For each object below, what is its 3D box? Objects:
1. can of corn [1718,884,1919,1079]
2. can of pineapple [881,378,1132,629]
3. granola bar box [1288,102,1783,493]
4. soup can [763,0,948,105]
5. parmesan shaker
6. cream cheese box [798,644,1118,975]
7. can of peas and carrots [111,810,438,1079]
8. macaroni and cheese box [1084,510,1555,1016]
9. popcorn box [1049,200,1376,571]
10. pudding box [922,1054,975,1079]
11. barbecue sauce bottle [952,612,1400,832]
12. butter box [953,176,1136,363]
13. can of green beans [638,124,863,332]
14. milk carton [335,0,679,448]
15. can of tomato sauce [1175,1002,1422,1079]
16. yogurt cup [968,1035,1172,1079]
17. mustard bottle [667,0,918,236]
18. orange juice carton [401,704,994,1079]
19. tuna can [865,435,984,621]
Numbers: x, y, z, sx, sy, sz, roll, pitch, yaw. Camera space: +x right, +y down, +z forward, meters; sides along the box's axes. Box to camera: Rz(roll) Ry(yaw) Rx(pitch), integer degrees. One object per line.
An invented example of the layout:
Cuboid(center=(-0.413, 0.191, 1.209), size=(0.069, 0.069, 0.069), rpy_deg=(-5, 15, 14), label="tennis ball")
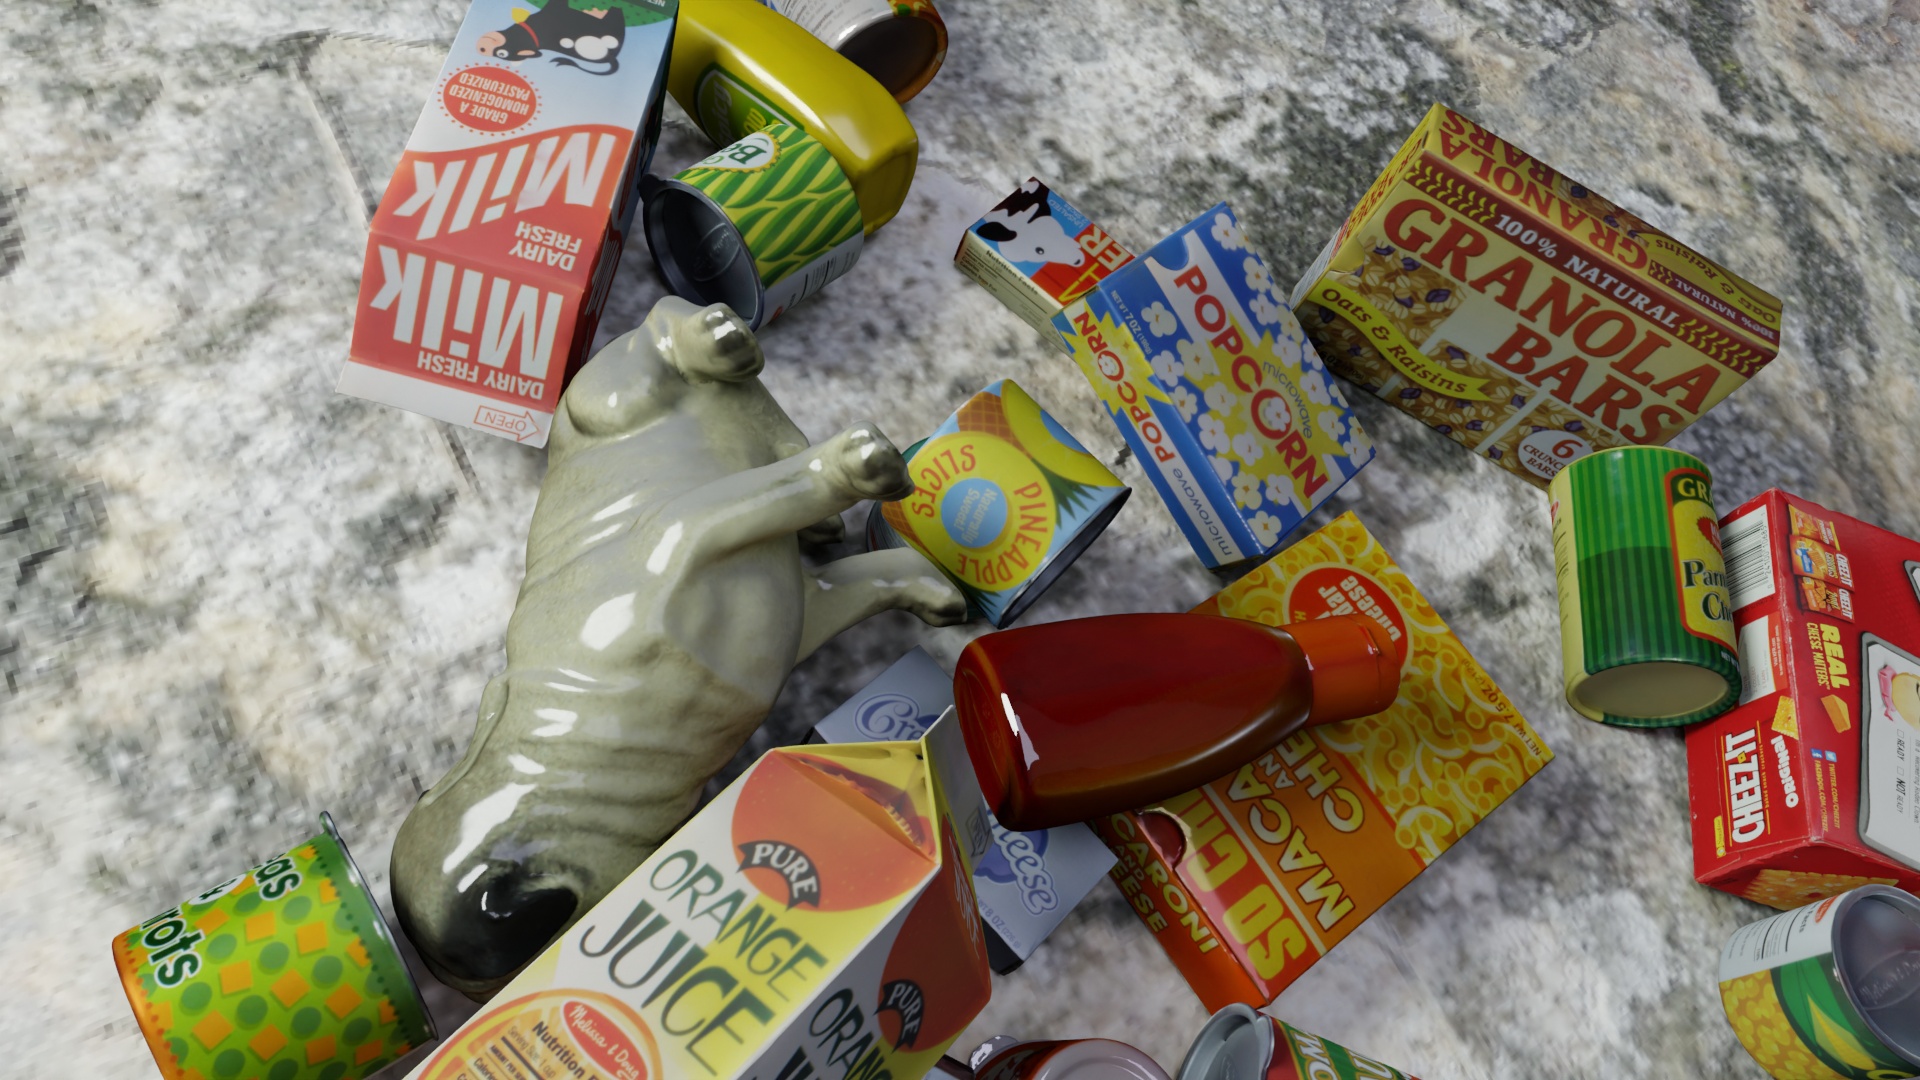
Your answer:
Cuboid(center=(0.335, 0.172, 0.523), size=(0.071, 0.058, 0.071), rpy_deg=(9, 59, -15), label="can of corn")
Cuboid(center=(0.015, -0.012, 0.472), size=(0.058, 0.070, 0.071), rpy_deg=(43, 57, 8), label="can of pineapple")
Cuboid(center=(0.240, -0.096, 0.604), size=(0.165, 0.123, 0.039), rpy_deg=(30, 55, -1), label="granola bar box")
Cuboid(center=(-0.050, -0.242, 0.624), size=(0.071, 0.071, 0.084), rpy_deg=(-18, 70, -27), label="soup can")
Cuboid(center=(0.290, 0.022, 0.591), size=(0.071, 0.071, 0.103), rpy_deg=(16, 58, -10), label="parmesan shaker")
Cuboid(center=(-0.001, 0.090, 0.475), size=(0.104, 0.024, 0.053), rpy_deg=(46, 56, 10), label="cream cheese box")
Cuboid(center=(-0.182, 0.118, 0.370), size=(0.059, 0.070, 0.071), rpy_deg=(-27, 73, -29), label="can of peas and carrots")
Cuboid(center=(0.123, 0.076, 0.516), size=(0.167, 0.040, 0.124), rpy_deg=(-28, 73, -30), label="macaroni and cheese box")
Cuboid(center=(0.105, -0.062, 0.569), size=(0.085, 0.038, 0.126), rpy_deg=(-36, 97, -31), label="popcorn box")
Cuboid(center=(-0.036, 0.185, 0.405), size=(0.049, 0.030, 0.084), rpy_deg=(29, 56, -3), label="pudding box")
Cuboid(center=(0.076, 0.052, 0.463), size=(0.149, 0.043, 0.065), rpy_deg=(-8, 57, -21), label="barbecue sauce bottle")
Cuboid(center=(0.053, -0.109, 0.607), size=(0.103, 0.024, 0.053), rpy_deg=(40, 57, 6), label="butter box")
Cuboid(center=(-0.080, -0.121, 0.543), size=(0.071, 0.071, 0.058), rpy_deg=(44, 57, 8), label="can of green beans")
Cuboid(center=(-0.162, -0.121, 0.511), size=(0.072, 0.073, 0.191), rpy_deg=(15, 58, -10), label="milk carton")
Cuboid(center=(0.115, 0.190, 0.431), size=(0.083, 0.071, 0.071), rpy_deg=(24, 57, -5), label="can of tomato sauce")
Cuboid(center=(0.034, 0.182, 0.417), size=(0.072, 0.053, 0.073), rpy_deg=(8, 60, -15), label="yogurt cup")
Cuboid(center=(-0.090, -0.193, 0.586), size=(0.160, 0.065, 0.049), rpy_deg=(40, 56, 13), label="mustard bottle")
Cuboid(center=(-0.059, 0.128, 0.377), size=(0.073, 0.071, 0.193), rpy_deg=(25, 55, 37), label="orange juice carton")
Cuboid(center=(0.002, -0.007, 0.526), size=(0.071, 0.032, 0.071), rpy_deg=(8, 60, -14), label="tuna can")
